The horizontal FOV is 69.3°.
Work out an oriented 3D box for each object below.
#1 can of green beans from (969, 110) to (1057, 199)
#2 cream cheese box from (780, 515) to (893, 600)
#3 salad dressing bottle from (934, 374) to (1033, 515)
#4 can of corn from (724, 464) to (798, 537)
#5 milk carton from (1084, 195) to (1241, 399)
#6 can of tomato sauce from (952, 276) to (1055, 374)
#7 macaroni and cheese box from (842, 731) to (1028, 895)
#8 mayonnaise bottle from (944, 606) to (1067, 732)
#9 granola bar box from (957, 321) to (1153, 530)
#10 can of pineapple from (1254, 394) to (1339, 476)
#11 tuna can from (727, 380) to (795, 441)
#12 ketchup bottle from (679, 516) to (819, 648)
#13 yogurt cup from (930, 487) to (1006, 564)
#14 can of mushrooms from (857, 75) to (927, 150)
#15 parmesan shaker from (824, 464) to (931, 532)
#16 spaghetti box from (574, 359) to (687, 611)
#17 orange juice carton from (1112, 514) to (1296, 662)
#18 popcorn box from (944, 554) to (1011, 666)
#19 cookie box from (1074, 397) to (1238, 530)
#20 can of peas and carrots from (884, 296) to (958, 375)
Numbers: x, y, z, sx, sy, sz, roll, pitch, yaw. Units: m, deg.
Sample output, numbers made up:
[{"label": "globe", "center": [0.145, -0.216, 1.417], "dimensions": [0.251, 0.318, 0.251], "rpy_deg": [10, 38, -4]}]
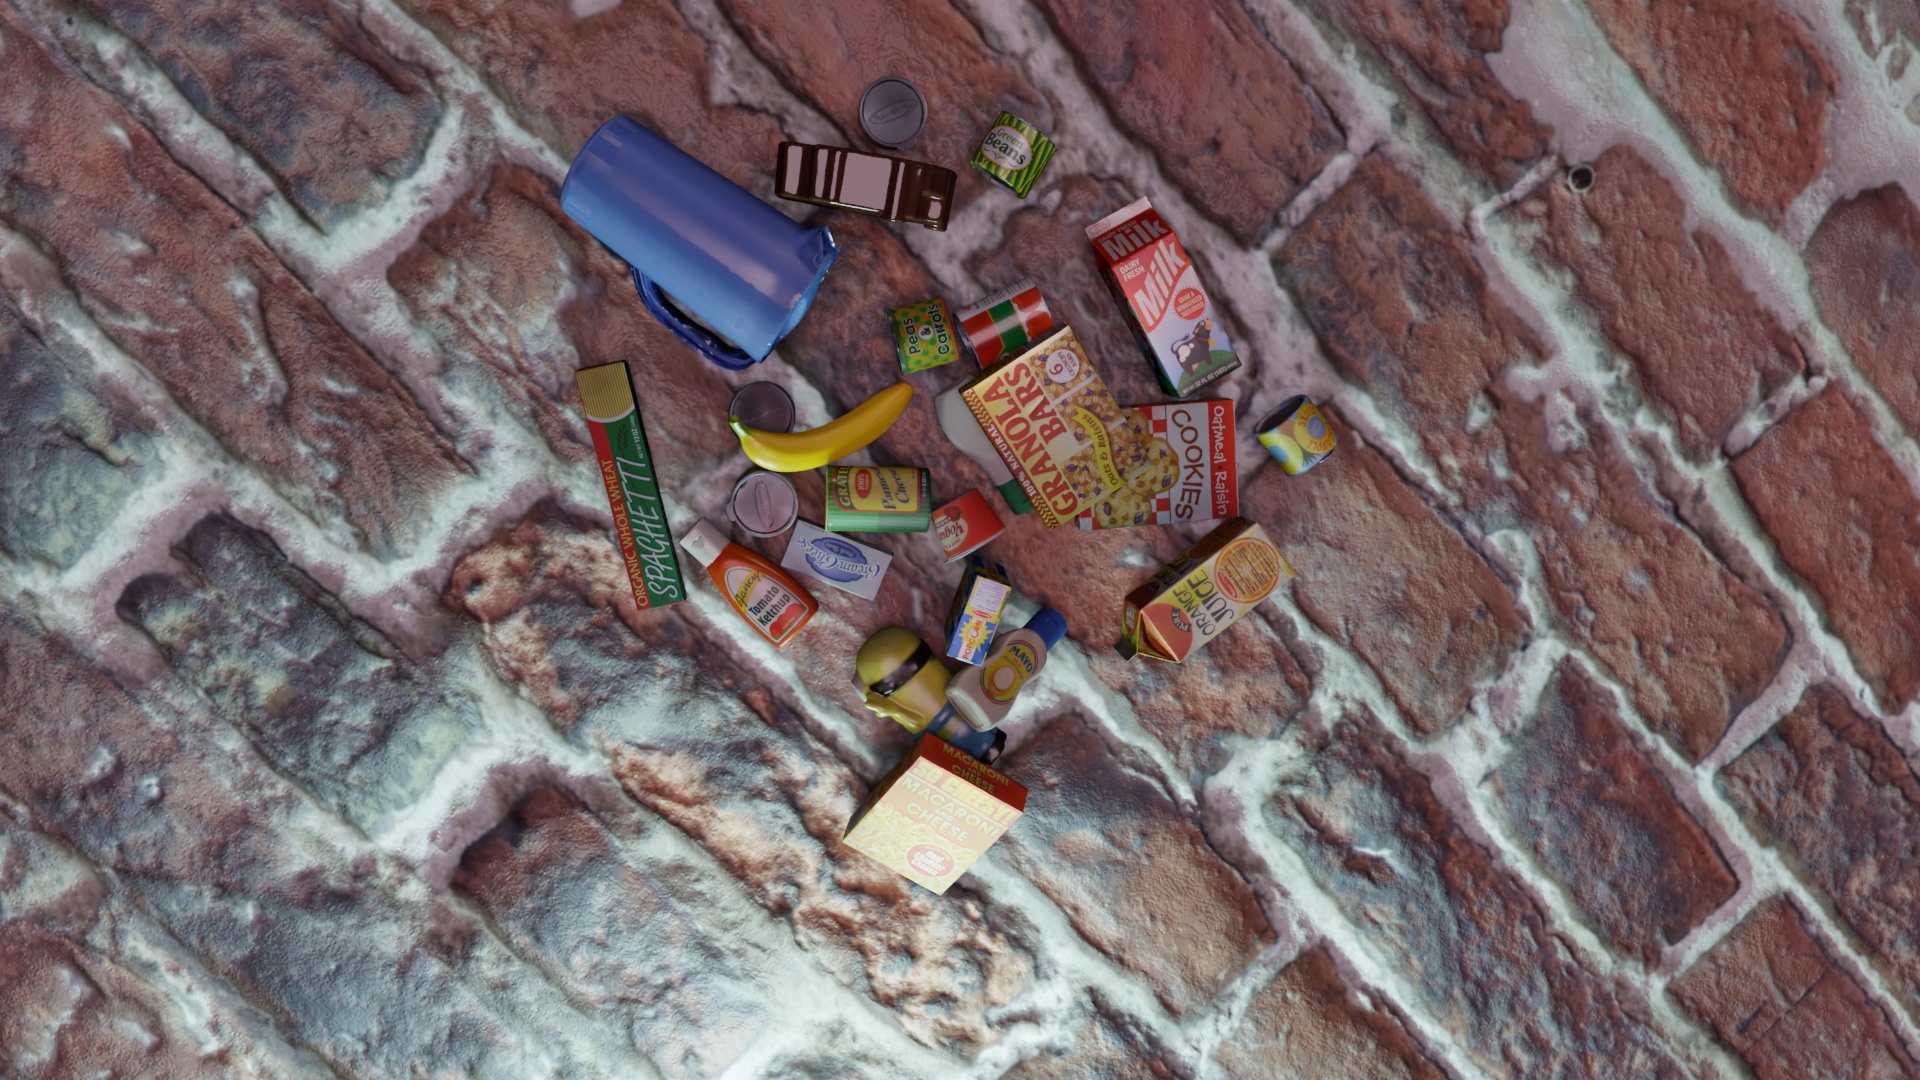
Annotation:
[{"label": "can of green beans", "center": [0.051, -0.373, 1.347], "dimensions": [0.071, 0.071, 0.058], "rpy_deg": [33, 95, -10]}, {"label": "cream cheese box", "center": [-0.126, 0.019, 1.412], "dimensions": [0.104, 0.024, 0.053], "rpy_deg": [21, 98, -9]}, {"label": "salad dressing bottle", "center": [0.031, -0.095, 1.402], "dimensions": [0.064, 0.044, 0.147], "rpy_deg": [-34, 103, -2]}, {"label": "can of corn", "center": [-0.196, -0.040, 1.377], "dimensions": [0.071, 0.058, 0.071], "rpy_deg": [-1, 100, -6]}, {"label": "milk carton", "center": [0.198, -0.241, 1.381], "dimensions": [0.072, 0.073, 0.190], "rpy_deg": [-29, 101, -1]}, {"label": "can of tomato sauce", "center": [0.044, -0.211, 1.372], "dimensions": [0.083, 0.071, 0.071], "rpy_deg": [-27, 101, -2]}, {"label": "macaroni and cheese box", "center": [-0.027, 0.280, 1.418], "dimensions": [0.124, 0.040, 0.165], "rpy_deg": [31, 126, -10]}, {"label": "mayonnaise bottle", "center": [0.051, 0.125, 1.404], "dimensions": [0.064, 0.041, 0.149], "rpy_deg": [50, 57, -5]}, {"label": "granola bar box", "center": [0.093, -0.111, 1.360], "dimensions": [0.124, 0.039, 0.165], "rpy_deg": [-33, 107, 3]}, {"label": "can of pineapple", "center": [0.345, -0.108, 1.420], "dimensions": [0.071, 0.071, 0.058], "rpy_deg": [-40, 101, 1]}, {"label": "tuna can", "center": [-0.195, -0.123, 1.377], "dimensions": [0.071, 0.033, 0.071], "rpy_deg": [-1, 99, -6]}, {"label": "ketchup bottle", "center": [-0.215, 0.038, 1.395], "dimensions": [0.148, 0.043, 0.064], "rpy_deg": [43, 97, -10]}, {"label": "yogurt cup", "center": [0.005, -0.018, 1.401], "dimensions": [0.072, 0.072, 0.054], "rpy_deg": [-29, 93, -1]}, {"label": "can of mushrooms", "center": [-0.065, -0.411, 1.345], "dimensions": [0.071, 0.033, 0.071], "rpy_deg": [-1, 99, -7]}, {"label": "parmesan shaker", "center": [-0.083, -0.044, 1.387], "dimensions": [0.103, 0.071, 0.071], "rpy_deg": [1, 99, -7]}, {"label": "spaghetti box", "center": [-0.325, -0.052, 1.376], "dimensions": [0.050, 0.029, 0.249], "rpy_deg": [-13, 100, -3]}, {"label": "orange juice carton", "center": [0.240, 0.060, 1.434], "dimensions": [0.193, 0.072, 0.073], "rpy_deg": [-37, 101, 0]}, {"label": "popcorn box", "center": [0.016, 0.068, 1.383], "dimensions": [0.038, 0.127, 0.085], "rpy_deg": [21, 97, -5]}, {"label": "cookie box", "center": [0.198, -0.079, 1.424], "dimensions": [0.168, 0.040, 0.122], "rpy_deg": [-5, 100, -4]}, {"label": "can of peas and carrots", "center": [-0.038, -0.201, 1.362], "dimensions": [0.059, 0.071, 0.071], "rpy_deg": [-16, 101, -4]}]
